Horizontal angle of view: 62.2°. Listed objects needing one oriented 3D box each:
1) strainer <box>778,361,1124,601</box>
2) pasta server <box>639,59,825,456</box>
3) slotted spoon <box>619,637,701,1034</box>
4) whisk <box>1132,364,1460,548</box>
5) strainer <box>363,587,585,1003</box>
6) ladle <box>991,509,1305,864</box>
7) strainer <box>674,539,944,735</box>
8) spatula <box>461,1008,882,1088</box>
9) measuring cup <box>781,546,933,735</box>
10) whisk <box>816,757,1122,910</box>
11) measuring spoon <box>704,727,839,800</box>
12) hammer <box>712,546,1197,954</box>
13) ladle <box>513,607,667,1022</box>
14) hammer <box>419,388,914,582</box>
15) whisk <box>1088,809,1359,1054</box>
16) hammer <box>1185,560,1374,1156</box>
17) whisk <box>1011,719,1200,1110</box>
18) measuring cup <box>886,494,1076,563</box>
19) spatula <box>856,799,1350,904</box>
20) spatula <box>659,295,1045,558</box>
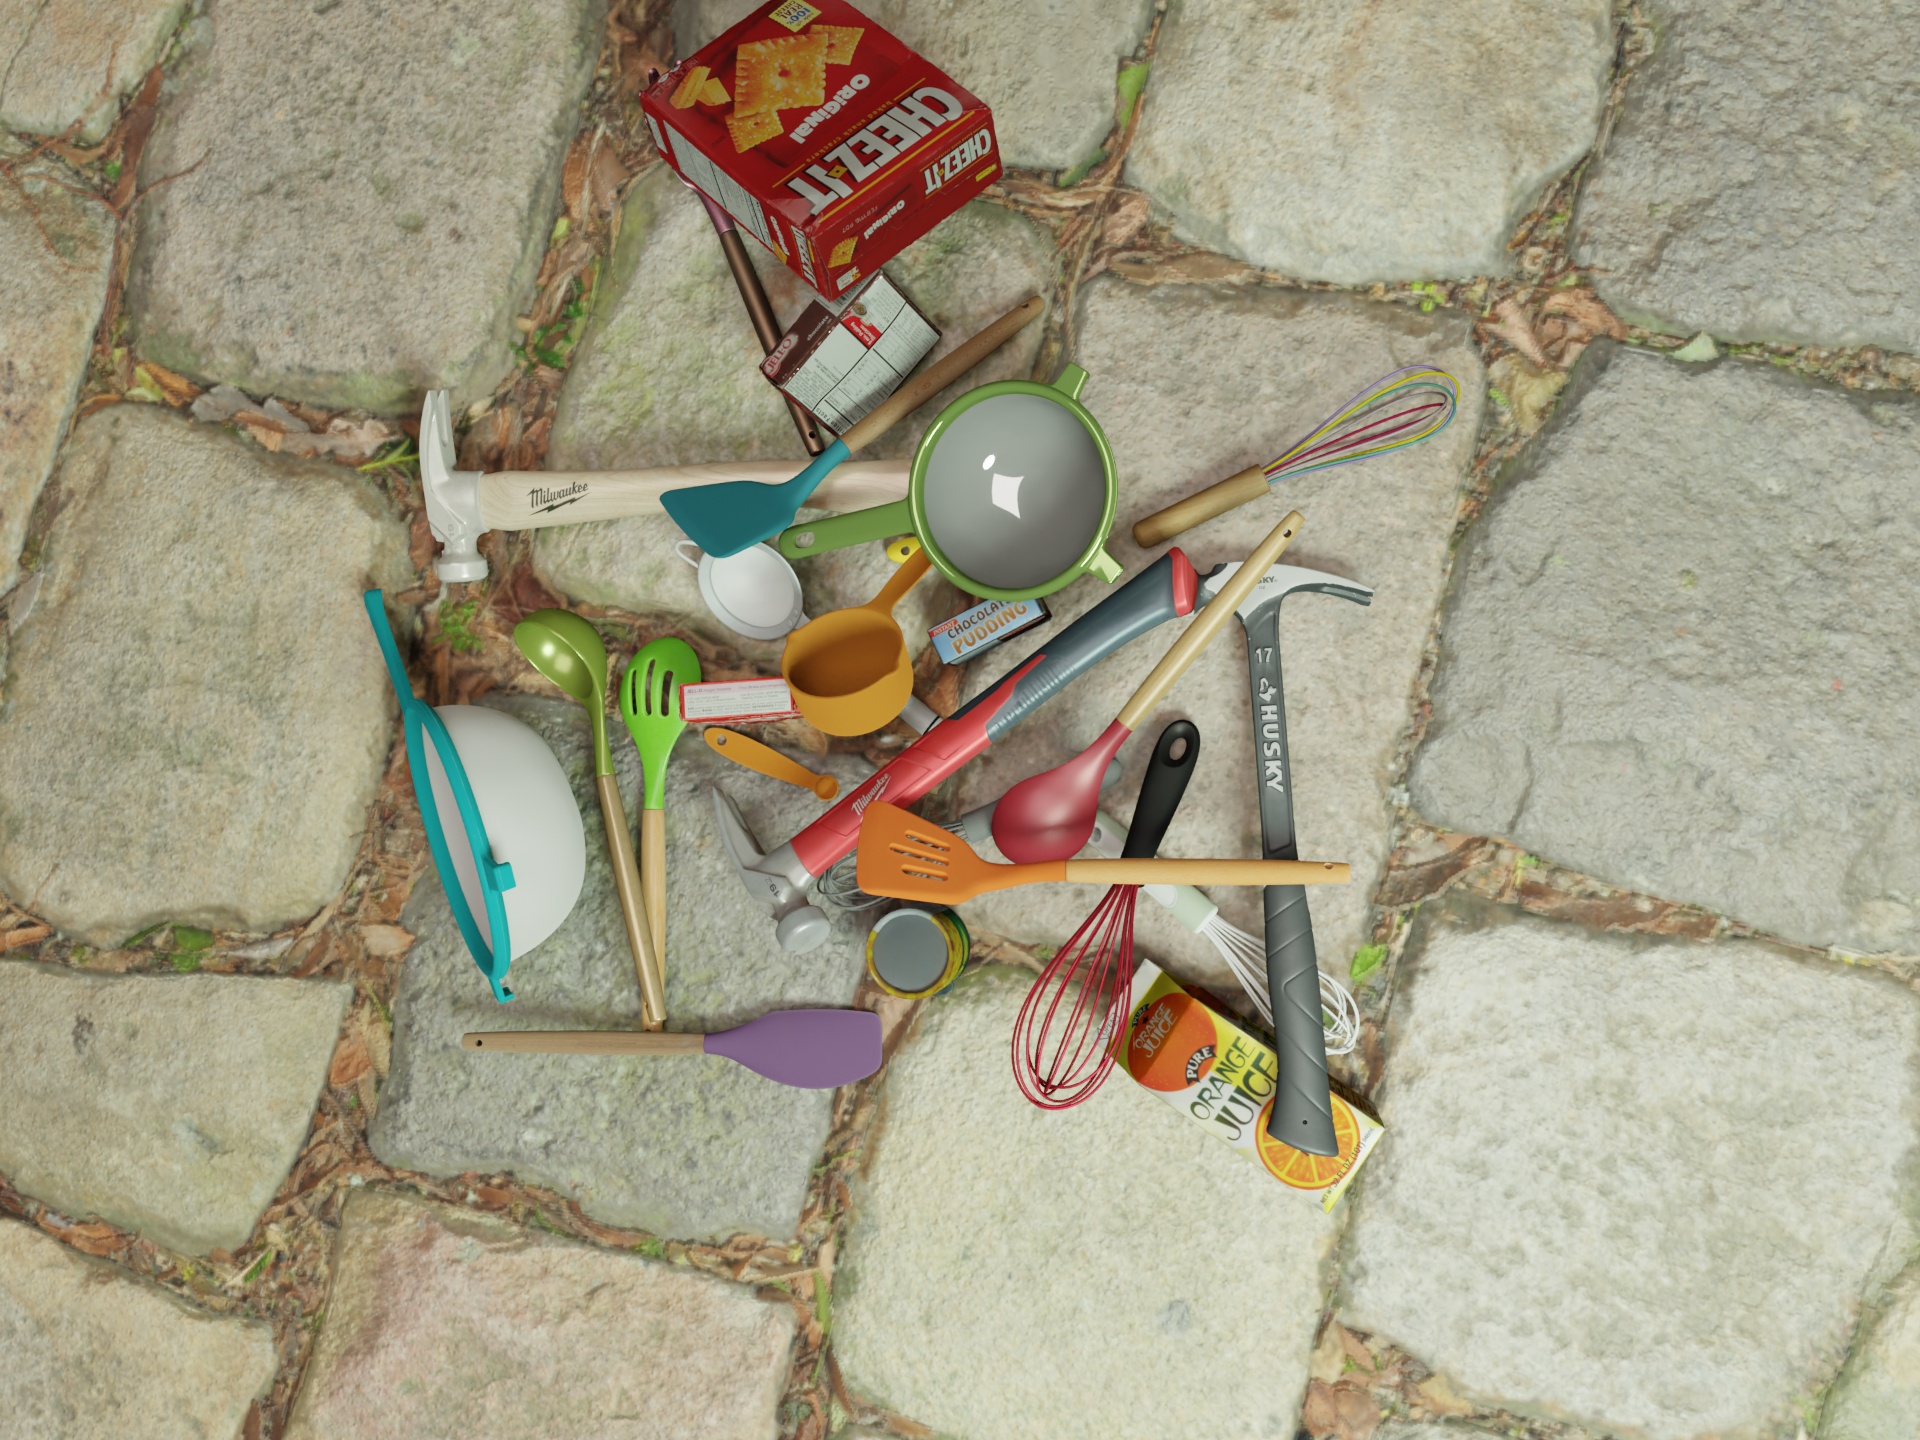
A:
[{"bbox_3d":[-0.004,-0.150,1.131,0.256,0.069,0.151,-10,90,22],"label":"strainer"},{"bbox_3d":[-0.166,-0.348,1.207,0.060,0.040,0.316,-21,85,-11],"label":"pasta server"},{"bbox_3d":[-0.231,0.093,1.206,0.070,0.031,0.314,0,89,21],"label":"slotted spoon"},{"bbox_3d":[0.237,-0.178,1.124,0.245,0.047,0.051,-25,71,13],"label":"whisk"},{"bbox_3d":[-0.358,0.026,1.193,0.095,0.210,0.341,-16,61,-25],"label":"strainer"},{"bbox_3d":[0.130,-0.017,1.091,0.069,0.031,0.315,36,103,-12],"label":"ladle"},{"bbox_3d":[-0.100,-0.060,1.181,0.258,0.050,0.086,39,130,4],"label":"strainer"},{"bbox_3d":[-0.216,0.243,1.186,0.316,0.018,0.060,0,90,3],"label":"spatula"},{"bbox_3d":[-0.055,-0.059,1.134,0.095,0.052,0.174,18,54,29],"label":"measuring cup"},{"bbox_3d":[0.006,0.079,1.153,0.239,0.055,0.055,-23,84,5],"label":"whisk"},{"bbox_3d":[-0.142,0.032,1.202,0.117,0.011,0.021,23,93,14],"label":"measuring spoon"},{"bbox_3d":[-0.002,-0.004,1.124,0.386,0.038,0.143,-38,59,6],"label":"hammer"},{"bbox_3d":[-0.271,0.069,1.186,0.062,0.078,0.320,-9,81,-33],"label":"ladle"},{"bbox_3d":[-0.206,-0.184,1.195,0.410,0.038,0.146,-1,103,8],"label":"hammer"},{"bbox_3d":[0.178,0.146,1.118,0.246,0.059,0.057,40,123,14],"label":"whisk"},{"bbox_3d":[0.221,0.084,1.076,0.149,0.036,0.409,-4,74,8],"label":"hammer"},{"bbox_3d":[0.107,0.125,1.083,0.073,0.073,0.296,20,67,11],"label":"whisk"},{"bbox_3d":[0.020,-0.132,1.165,0.156,0.029,0.062,-5,87,8],"label":"measuring cup"},{"bbox_3d":[0.094,0.094,1.050,0.322,0.041,0.081,0,44,5],"label":"spatula"},{"bbox_3d":[-0.065,-0.218,1.142,0.317,0.044,0.082,-38,57,-9],"label":"spatula"}]
